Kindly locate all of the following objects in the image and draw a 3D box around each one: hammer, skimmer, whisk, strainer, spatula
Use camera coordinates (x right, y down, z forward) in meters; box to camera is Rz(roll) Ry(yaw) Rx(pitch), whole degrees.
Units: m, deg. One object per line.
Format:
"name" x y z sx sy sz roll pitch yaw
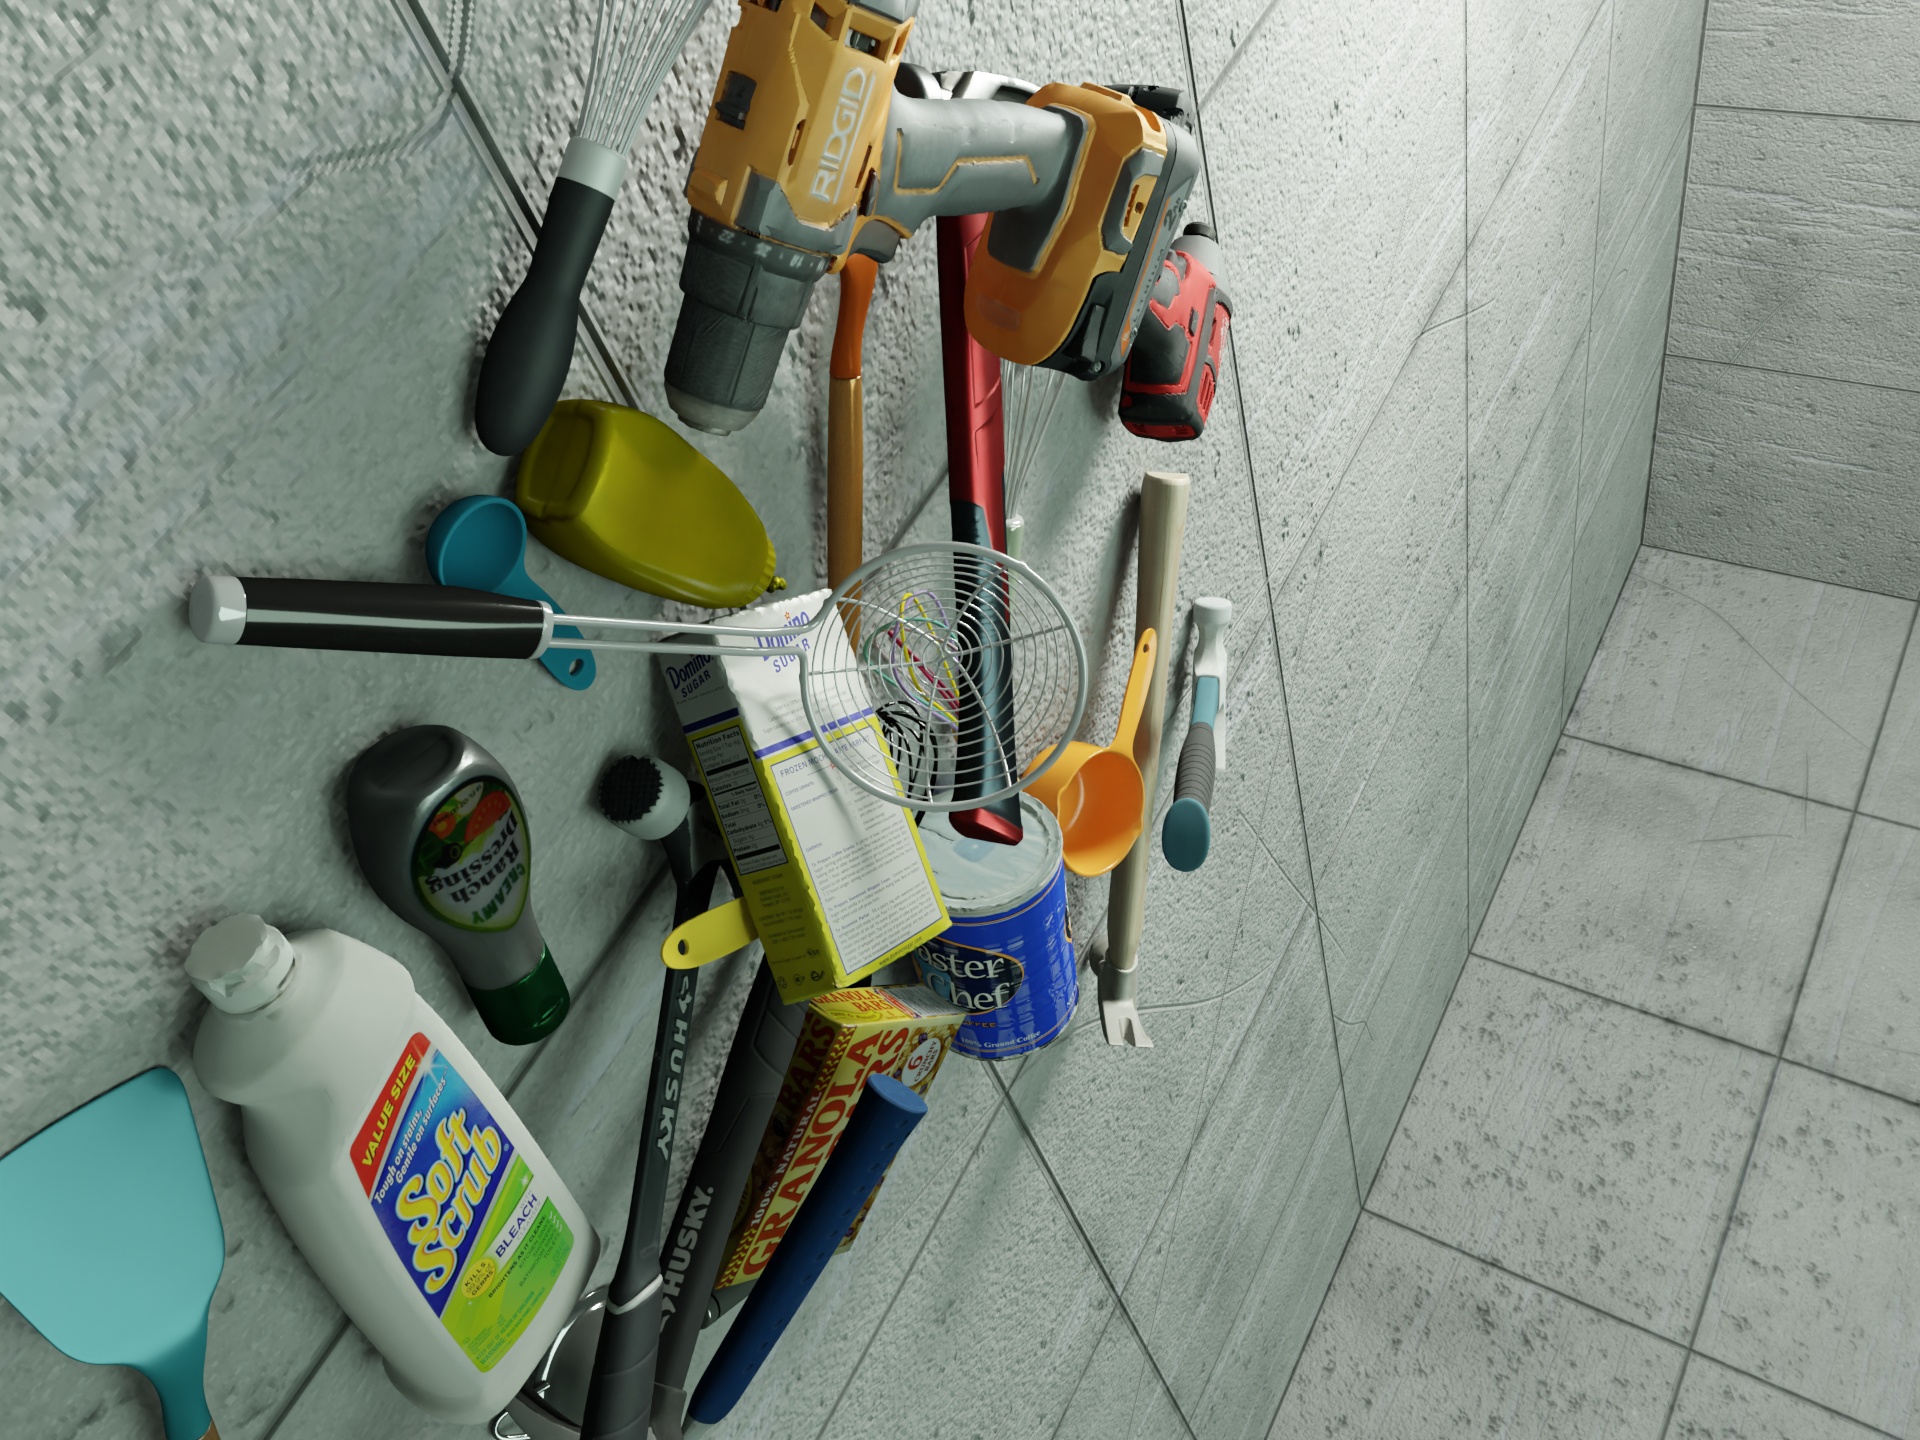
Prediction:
"hammer" -0.139 0.230 0.700 0.149 0.036 0.409 48 44 -62
"skimmer" -0.098 -0.021 0.620 0.363 0.090 0.127 1 117 -46
"hammer" -0.135 0.362 0.814 0.405 0.035 0.144 -58 156 1
"hammer" 0.170 0.018 1.129 0.331 0.033 0.128 -61 152 -67
"whisk" -0.002 -0.001 0.932 0.051 0.047 0.244 -33 150 -1
"strainer" -0.145 0.325 0.868 0.258 0.050 0.087 -17 105 -61
"hammer" 0.131 0.030 1.139 0.146 0.038 0.410 -91 -176 -72
"spatula" -0.063 -0.146 0.767 0.081 0.041 0.322 -39 141 -46
"whisk" -0.054 0.101 0.899 0.055 0.055 0.239 -21 128 -55
"whisk" -0.123 -0.232 0.581 0.070 0.070 0.284 10 101 -61
"hammer" 0.017 -0.126 0.821 0.143 0.038 0.386 -20 112 -52
"whisk" 0.025 -0.124 0.916 0.059 0.058 0.246 -5 118 -23
"spatula" -0.291 0.274 0.598 0.082 0.044 0.317 -38 141 -47
"hammer" -0.117 0.204 0.789 0.035 0.146 0.335 60 42 -57

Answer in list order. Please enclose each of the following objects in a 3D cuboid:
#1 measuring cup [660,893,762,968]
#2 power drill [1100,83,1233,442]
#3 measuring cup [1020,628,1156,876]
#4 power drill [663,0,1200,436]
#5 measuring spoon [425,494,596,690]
"measuring cup" -0.098 0.089 0.751 0.156 0.029 0.062 -19 98 -58
"power drill" 0.113 -0.271 0.945 0.219 0.078 0.143 36 65 -64
"measuring cup" 0.090 0.018 1.084 0.095 0.052 0.173 22 83 -44
"power drill" -0.016 -0.199 0.662 0.226 0.084 0.185 0 118 -46
"measuring spoon" -0.177 -0.047 0.631 0.042 0.021 0.128 -55 157 -17
